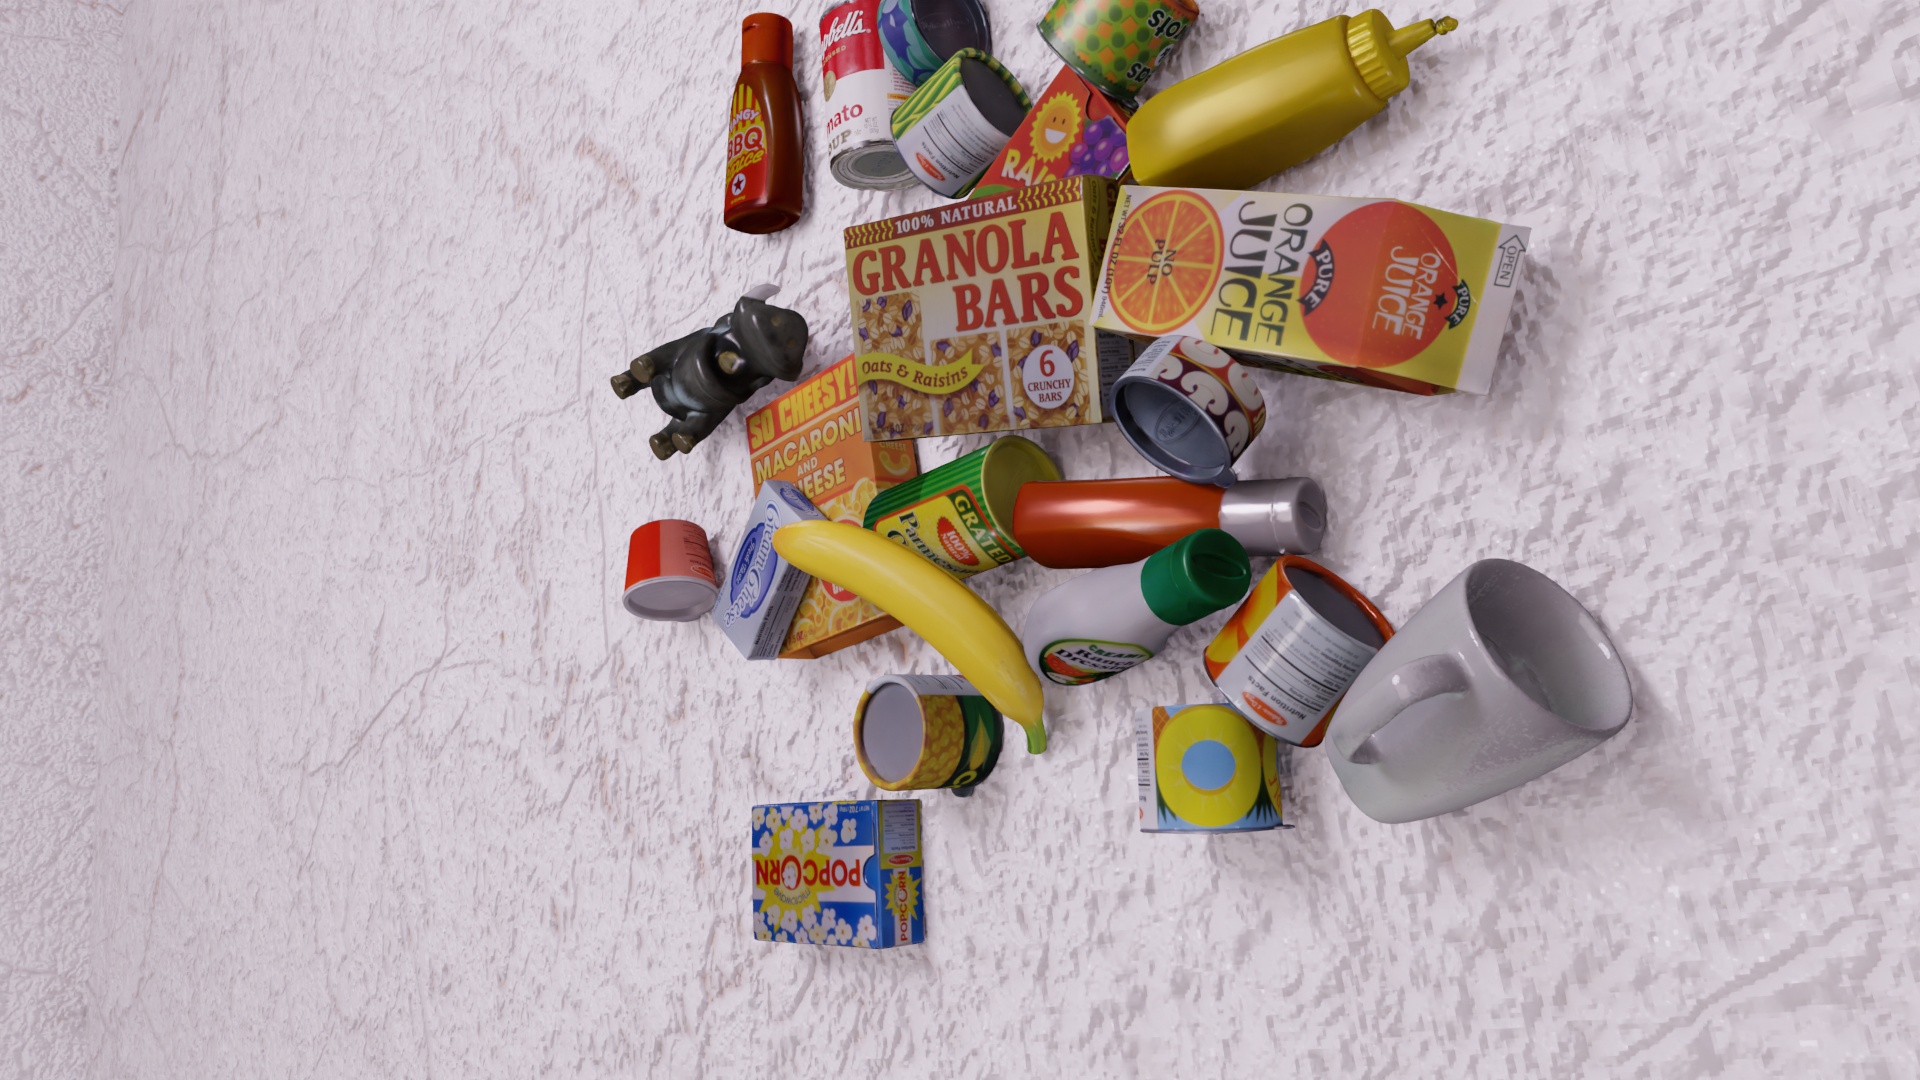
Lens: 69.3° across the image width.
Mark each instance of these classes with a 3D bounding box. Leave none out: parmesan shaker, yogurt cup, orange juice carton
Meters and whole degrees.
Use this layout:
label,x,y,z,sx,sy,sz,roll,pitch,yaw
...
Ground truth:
label,x,y,z,sx,sy,sz,roll,pitch,yaw
parmesan shaker,0.003,-0.010,0.782,0.103,0.071,0.071,-22,70,43
yogurt cup,-0.208,0.020,0.996,0.072,0.072,0.054,-33,55,39
orange juice carton,0.158,-0.113,0.628,0.193,0.073,0.071,18,97,45

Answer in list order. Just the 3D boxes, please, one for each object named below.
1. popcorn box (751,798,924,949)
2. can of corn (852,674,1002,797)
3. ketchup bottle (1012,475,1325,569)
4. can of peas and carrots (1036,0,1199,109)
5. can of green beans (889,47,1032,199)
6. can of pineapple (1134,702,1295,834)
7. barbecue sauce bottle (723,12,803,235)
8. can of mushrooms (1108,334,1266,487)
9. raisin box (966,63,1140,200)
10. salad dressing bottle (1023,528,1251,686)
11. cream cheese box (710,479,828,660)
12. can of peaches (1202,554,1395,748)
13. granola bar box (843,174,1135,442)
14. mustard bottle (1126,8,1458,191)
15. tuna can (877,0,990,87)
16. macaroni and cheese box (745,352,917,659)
label,x,y,z,sx,sy,sz,roll,pitch,yaw
popcorn box,-0.078,0.203,0.853,0.126,0.038,0.085,-13,74,45
can of corn,-0.019,0.111,0.790,0.071,0.058,0.071,-8,79,45
ketchup bottle,0.102,-0.009,0.682,0.148,0.064,0.043,-1,73,37
can of peas and carrots,0.085,-0.274,0.732,0.058,0.071,0.071,-49,53,30
can of green beans,0.002,-0.243,0.812,0.057,0.071,0.071,-31,64,39
can of pineapple,0.117,0.106,0.647,0.071,0.071,0.058,-11,77,45
barbecue sauce bottle,-0.138,-0.295,0.979,0.065,0.044,0.148,-7,79,46
can of mushrooms,0.106,-0.059,0.638,0.071,0.070,0.033,17,57,46
raisin box,0.054,-0.189,0.770,0.123,0.040,0.086,-49,52,29
salad dressing bottle,0.083,0.033,0.672,0.147,0.064,0.044,143,138,-58
cream cheese box,-0.120,0.019,0.874,0.053,0.024,0.103,42,116,40
can of peaches,0.152,0.048,0.620,0.057,0.071,0.071,-57,50,25
granola bar box,0.013,-0.119,0.747,0.165,0.039,0.124,-1,96,40
mustard bottle,0.157,-0.209,0.653,0.160,0.065,0.049,-18,74,37
tuna can,-0.015,-0.307,0.840,0.032,0.071,0.071,-15,74,45
macaroni and cheese box,-0.079,-0.019,0.883,0.123,0.040,0.167,-23,69,43
